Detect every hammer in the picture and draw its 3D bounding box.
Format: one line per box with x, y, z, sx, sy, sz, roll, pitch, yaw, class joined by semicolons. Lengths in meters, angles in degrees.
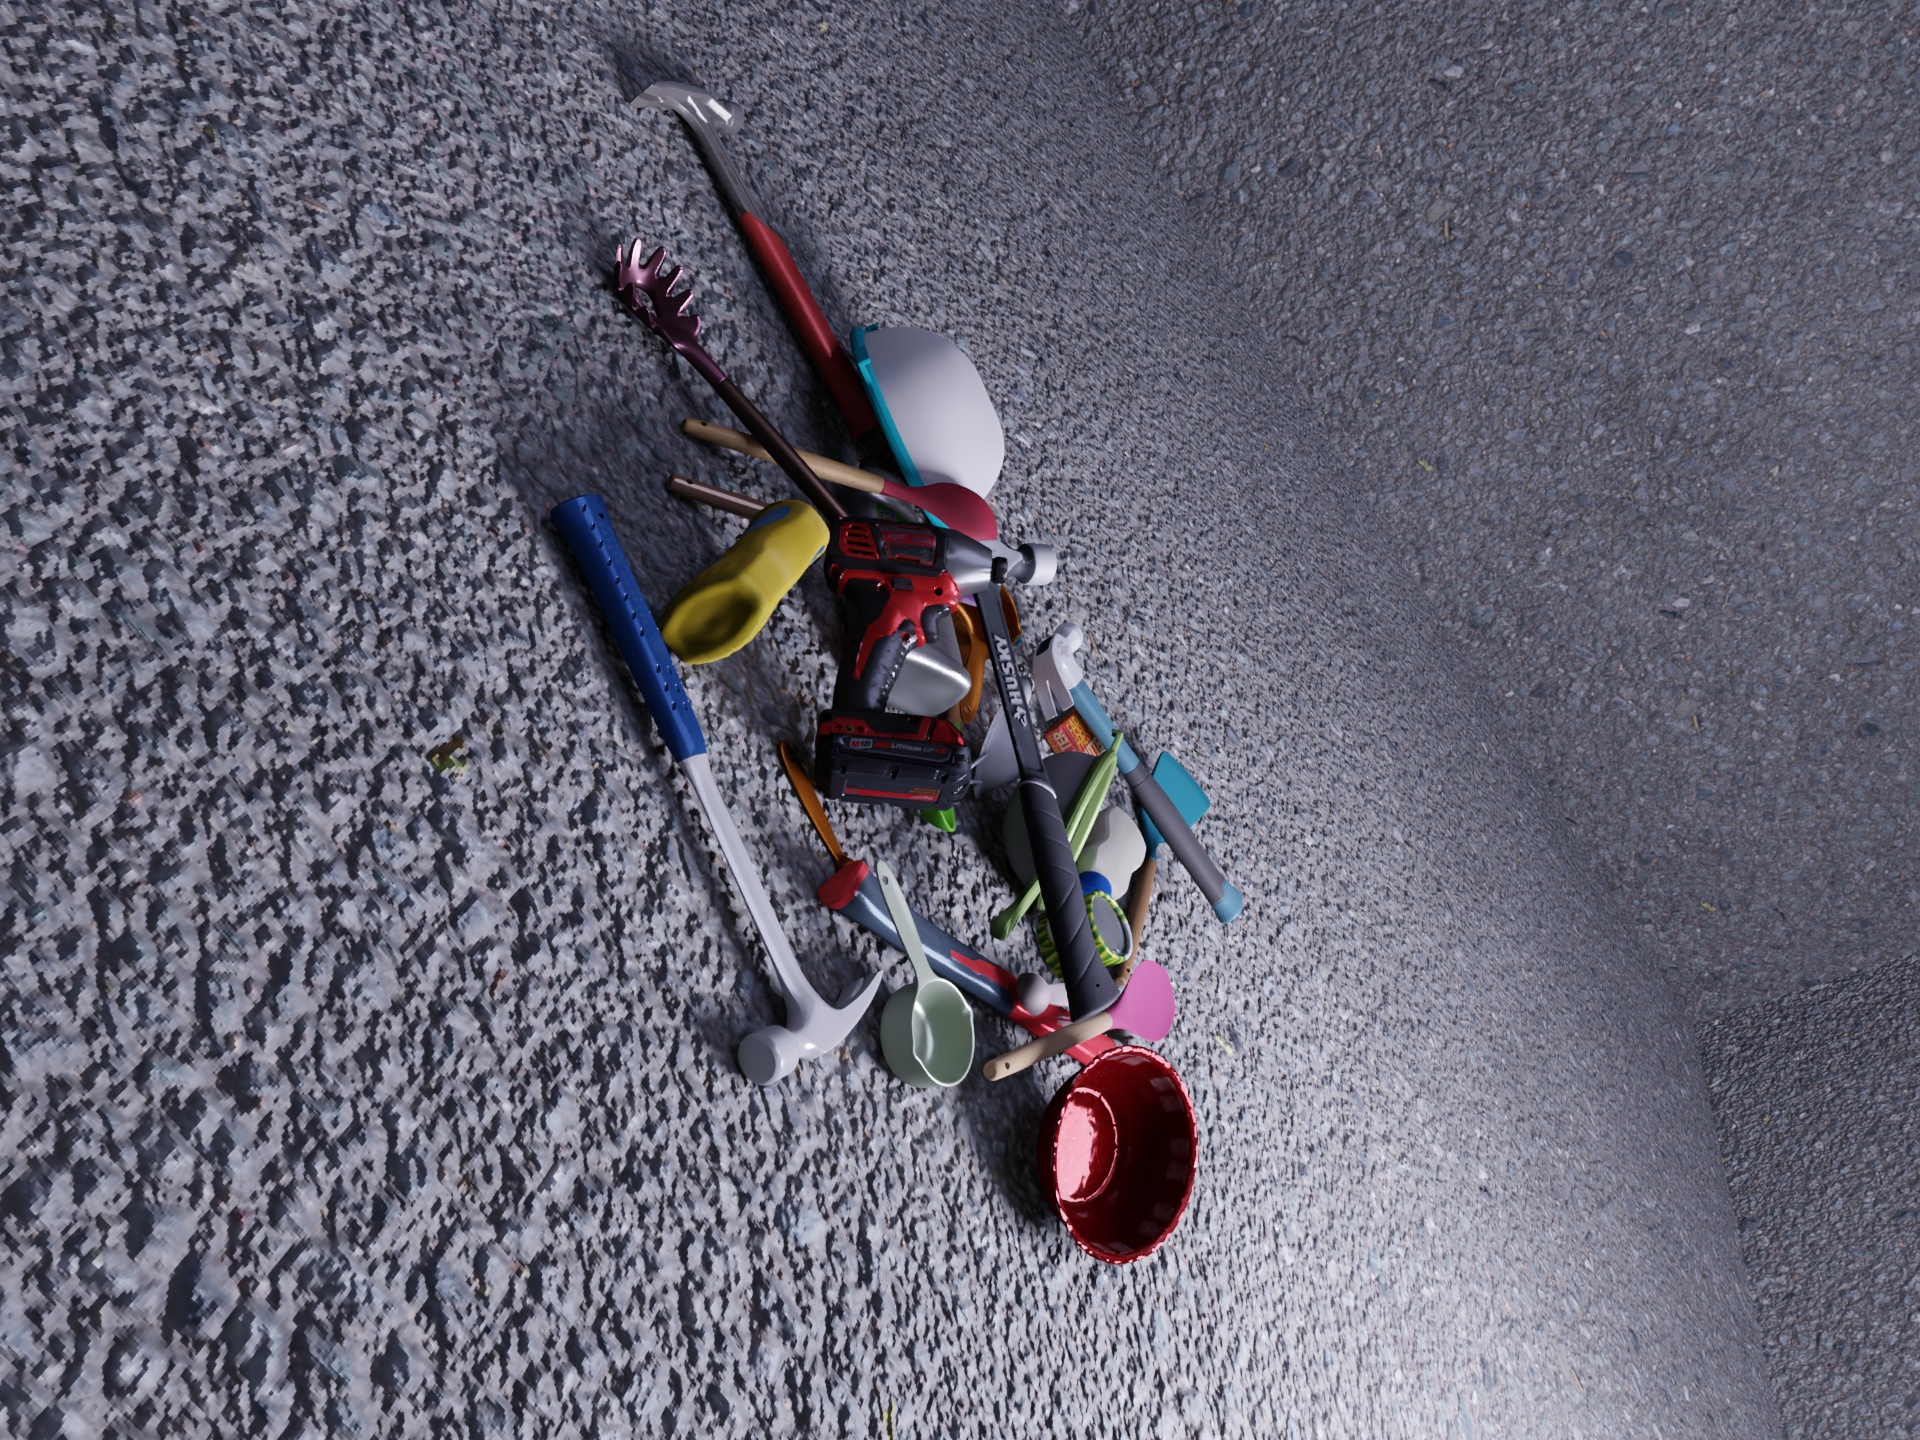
-0.173;0.035;1.069;0.144;0.035;0.405;-15;78;-61;hammer
0.030;0.223;1.239;0.385;0.038;0.143;38;38;-38;hammer
0.053;0.038;1.261;0.149;0.036;0.409;-1;66;-31;hammer
0.177;0.057;1.567;0.331;0.033;0.128;54;28;-5;hammer
-0.175;-0.427;1.479;0.359;0.036;0.149;61;28;0;hammer

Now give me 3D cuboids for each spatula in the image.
-0.094;-0.148;1.294;0.315;0.018;0.060;15;49;-34;spatula
0.189;0.150;1.563;0.082;0.044;0.318;48;32;-15;spatula

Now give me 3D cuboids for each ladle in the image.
-0.091;-0.206;1.344;0.315;0.031;0.069;13;46;-33;ladle

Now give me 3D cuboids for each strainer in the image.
0.056;0.104;1.330;0.069;0.151;0.256;25;30;12;strainer
0.011;-0.232;1.507;0.340;0.095;0.211;62;9;-18;strainer
0.047;0.004;1.441;0.050;0.086;0.258;13;24;4;strainer

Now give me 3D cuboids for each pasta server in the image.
-0.170;-0.254;1.272;0.316;0.040;0.060;49;43;1;pasta server

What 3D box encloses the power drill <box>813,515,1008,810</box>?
-0.039;-0.049;1.210;0.078;0.143;0.220;109;-14;-69;power drill

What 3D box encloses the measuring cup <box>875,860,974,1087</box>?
-0.041;0.182;1.131;0.083;0.038;0.167;-24;94;-58;measuring cup

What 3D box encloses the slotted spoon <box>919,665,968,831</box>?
-0.002;-0.004;1.400;0.314;0.031;0.070;-72;143;-56;slotted spoon

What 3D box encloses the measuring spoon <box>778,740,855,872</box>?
-0.105;0.066;1.180;0.117;0.011;0.021;63;28;2;measuring spoon

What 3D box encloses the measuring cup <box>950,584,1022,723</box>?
0.000;-0.060;1.404;0.095;0.052;0.174;35;46;-31;measuring cup

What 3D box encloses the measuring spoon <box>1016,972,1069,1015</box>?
0.085;0.217;1.272;0.124;0.018;0.034;14;56;-54;measuring spoon

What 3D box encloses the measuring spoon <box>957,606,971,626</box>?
-0.014;-0.078;1.450;0.042;0.021;0.129;56;28;-10;measuring spoon

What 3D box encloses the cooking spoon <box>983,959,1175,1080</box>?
0.104;0.246;1.280;0.318;0.017;0.069;-4;80;-59;cooking spoon
